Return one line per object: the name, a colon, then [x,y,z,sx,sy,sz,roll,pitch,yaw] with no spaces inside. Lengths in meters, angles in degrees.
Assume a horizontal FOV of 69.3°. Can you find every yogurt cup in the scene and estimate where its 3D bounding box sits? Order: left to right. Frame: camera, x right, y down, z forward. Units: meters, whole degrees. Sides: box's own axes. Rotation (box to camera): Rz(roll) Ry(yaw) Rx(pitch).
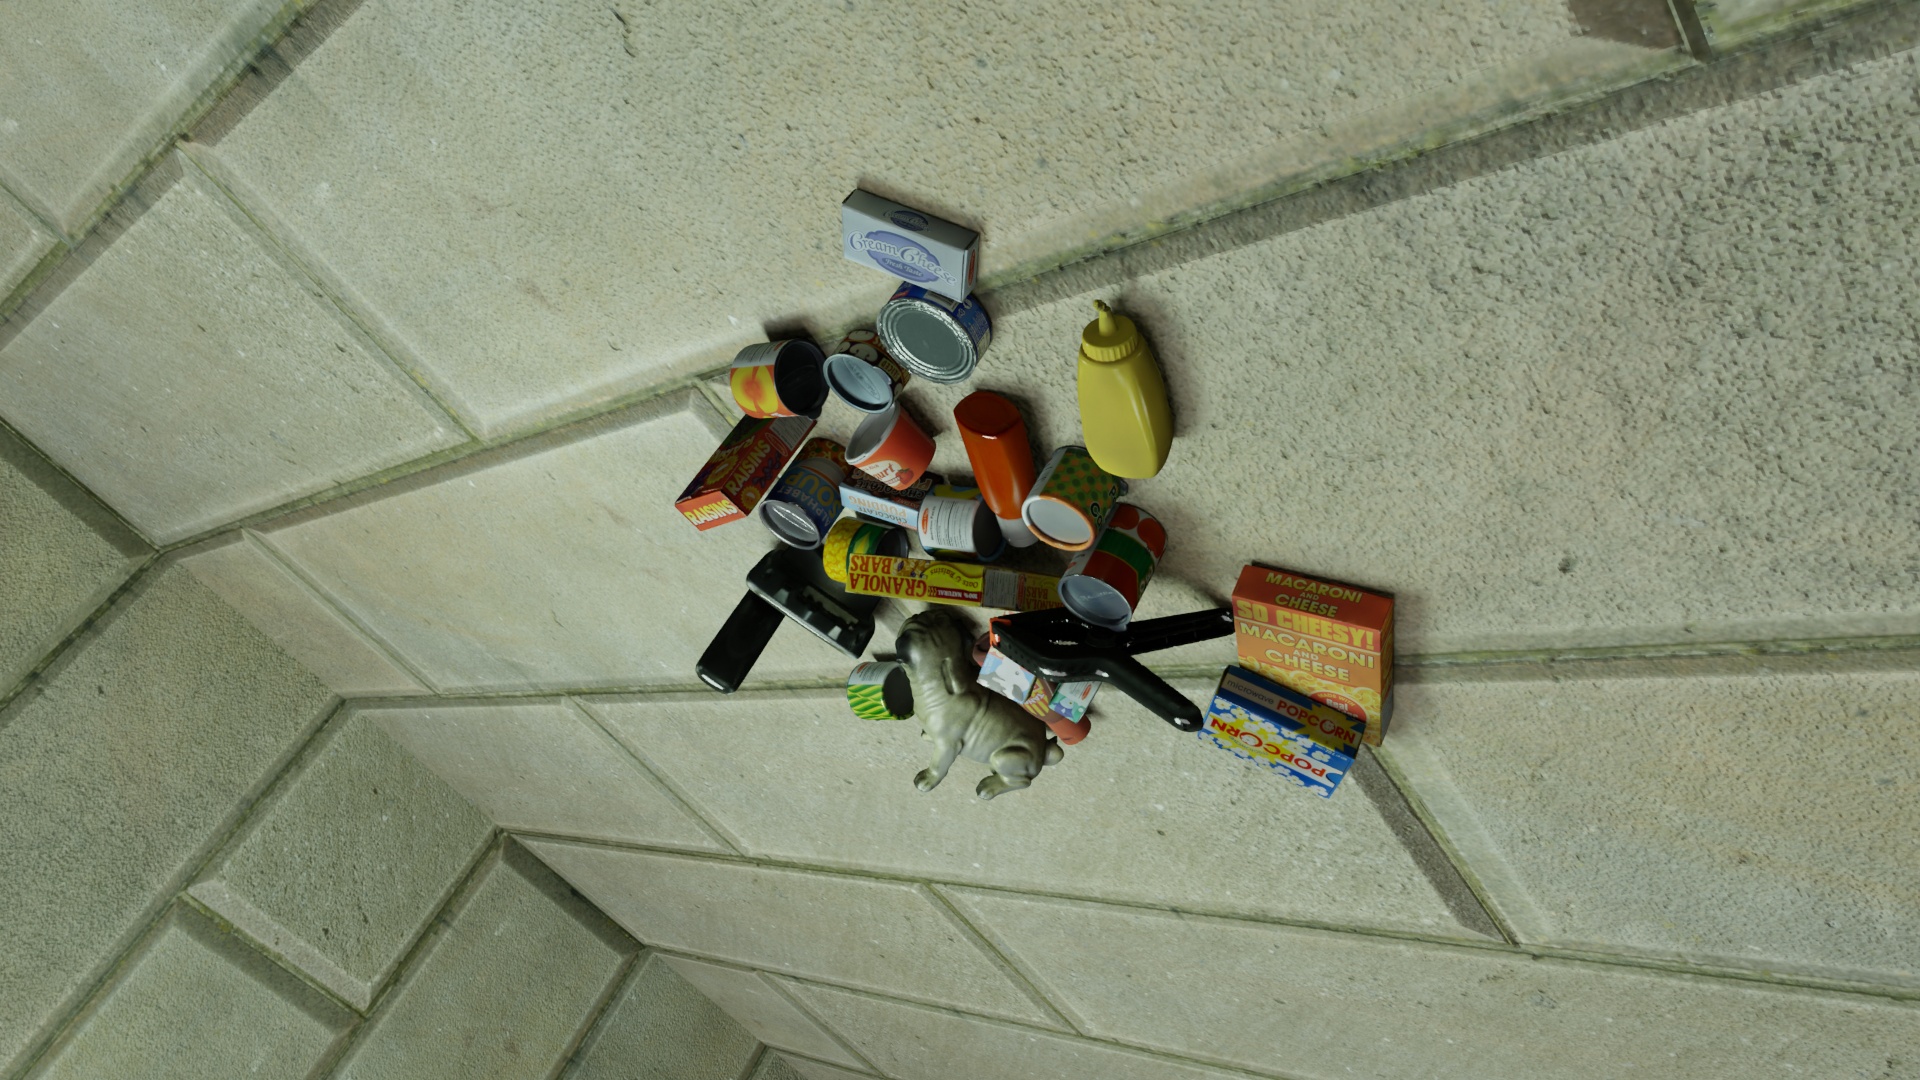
yogurt cup: [-0.058,-0.080,1.196,0.054,0.073,0.072,38,148,-24]

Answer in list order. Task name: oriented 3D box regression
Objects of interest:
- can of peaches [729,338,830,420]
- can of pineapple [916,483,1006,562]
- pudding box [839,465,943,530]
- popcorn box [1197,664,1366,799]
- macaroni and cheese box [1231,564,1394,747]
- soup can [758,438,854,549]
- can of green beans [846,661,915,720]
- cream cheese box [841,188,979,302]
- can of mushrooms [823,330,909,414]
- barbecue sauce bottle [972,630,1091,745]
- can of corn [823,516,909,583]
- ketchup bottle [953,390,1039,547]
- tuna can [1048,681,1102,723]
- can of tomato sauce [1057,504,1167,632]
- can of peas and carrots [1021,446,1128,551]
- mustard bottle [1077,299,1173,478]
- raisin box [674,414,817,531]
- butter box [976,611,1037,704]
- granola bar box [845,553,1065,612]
can of peaches: [-0.154,-0.136,1.194,0.058,0.071,0.071,1,137,40]
can of pineapple: [0.004,-0.015,1.230,0.058,0.071,0.070,7,140,34]
pudding box: [-0.063,-0.044,1.260,0.084,0.050,0.030,19,144,20]
popcorn box: [0.274,0.165,1.198,0.127,0.038,0.084,24,148,13]
macaroni and cheese box: [0.295,0.096,1.160,0.124,0.040,0.165,14,144,27]
soup can: [-0.137,-0.045,1.289,0.071,0.084,0.071,21,146,15]
can of green beans: [-0.084,0.168,1.550,0.057,0.071,0.071,-6,132,43]
cream cheese box: [-0.038,-0.218,1.027,0.104,0.024,0.053,23,146,13]
can of mushrooms: [-0.076,-0.140,1.156,0.071,0.033,0.070,22,146,16]
barbecue sauce bottle: [0.078,0.148,1.409,0.064,0.044,0.148,-16,125,40]
can of corn: [-0.093,0.015,1.346,0.058,0.071,0.070,14,144,27]
ketchup bottle: [0.037,-0.055,1.163,0.065,0.044,0.148,36,157,39]
tuna can: [0.115,0.142,1.350,0.033,0.071,0.070,30,148,4]
can of tomato sauce: [0.129,0.022,1.157,0.071,0.083,0.070,22,147,15]
can of peas and carrots: [0.093,-0.032,1.137,0.071,0.059,0.070,22,147,15]
mustard bottle: [0.117,-0.115,1.015,0.065,0.049,0.159,13,142,27]
raisin box: [-0.196,-0.070,1.267,0.086,0.124,0.040,-13,127,48]
butter box: [0.058,0.101,1.331,0.053,0.024,0.103,25,112,11]
granola bar box: [-0.003,0.040,1.269,0.165,0.039,0.124,4,176,41]
